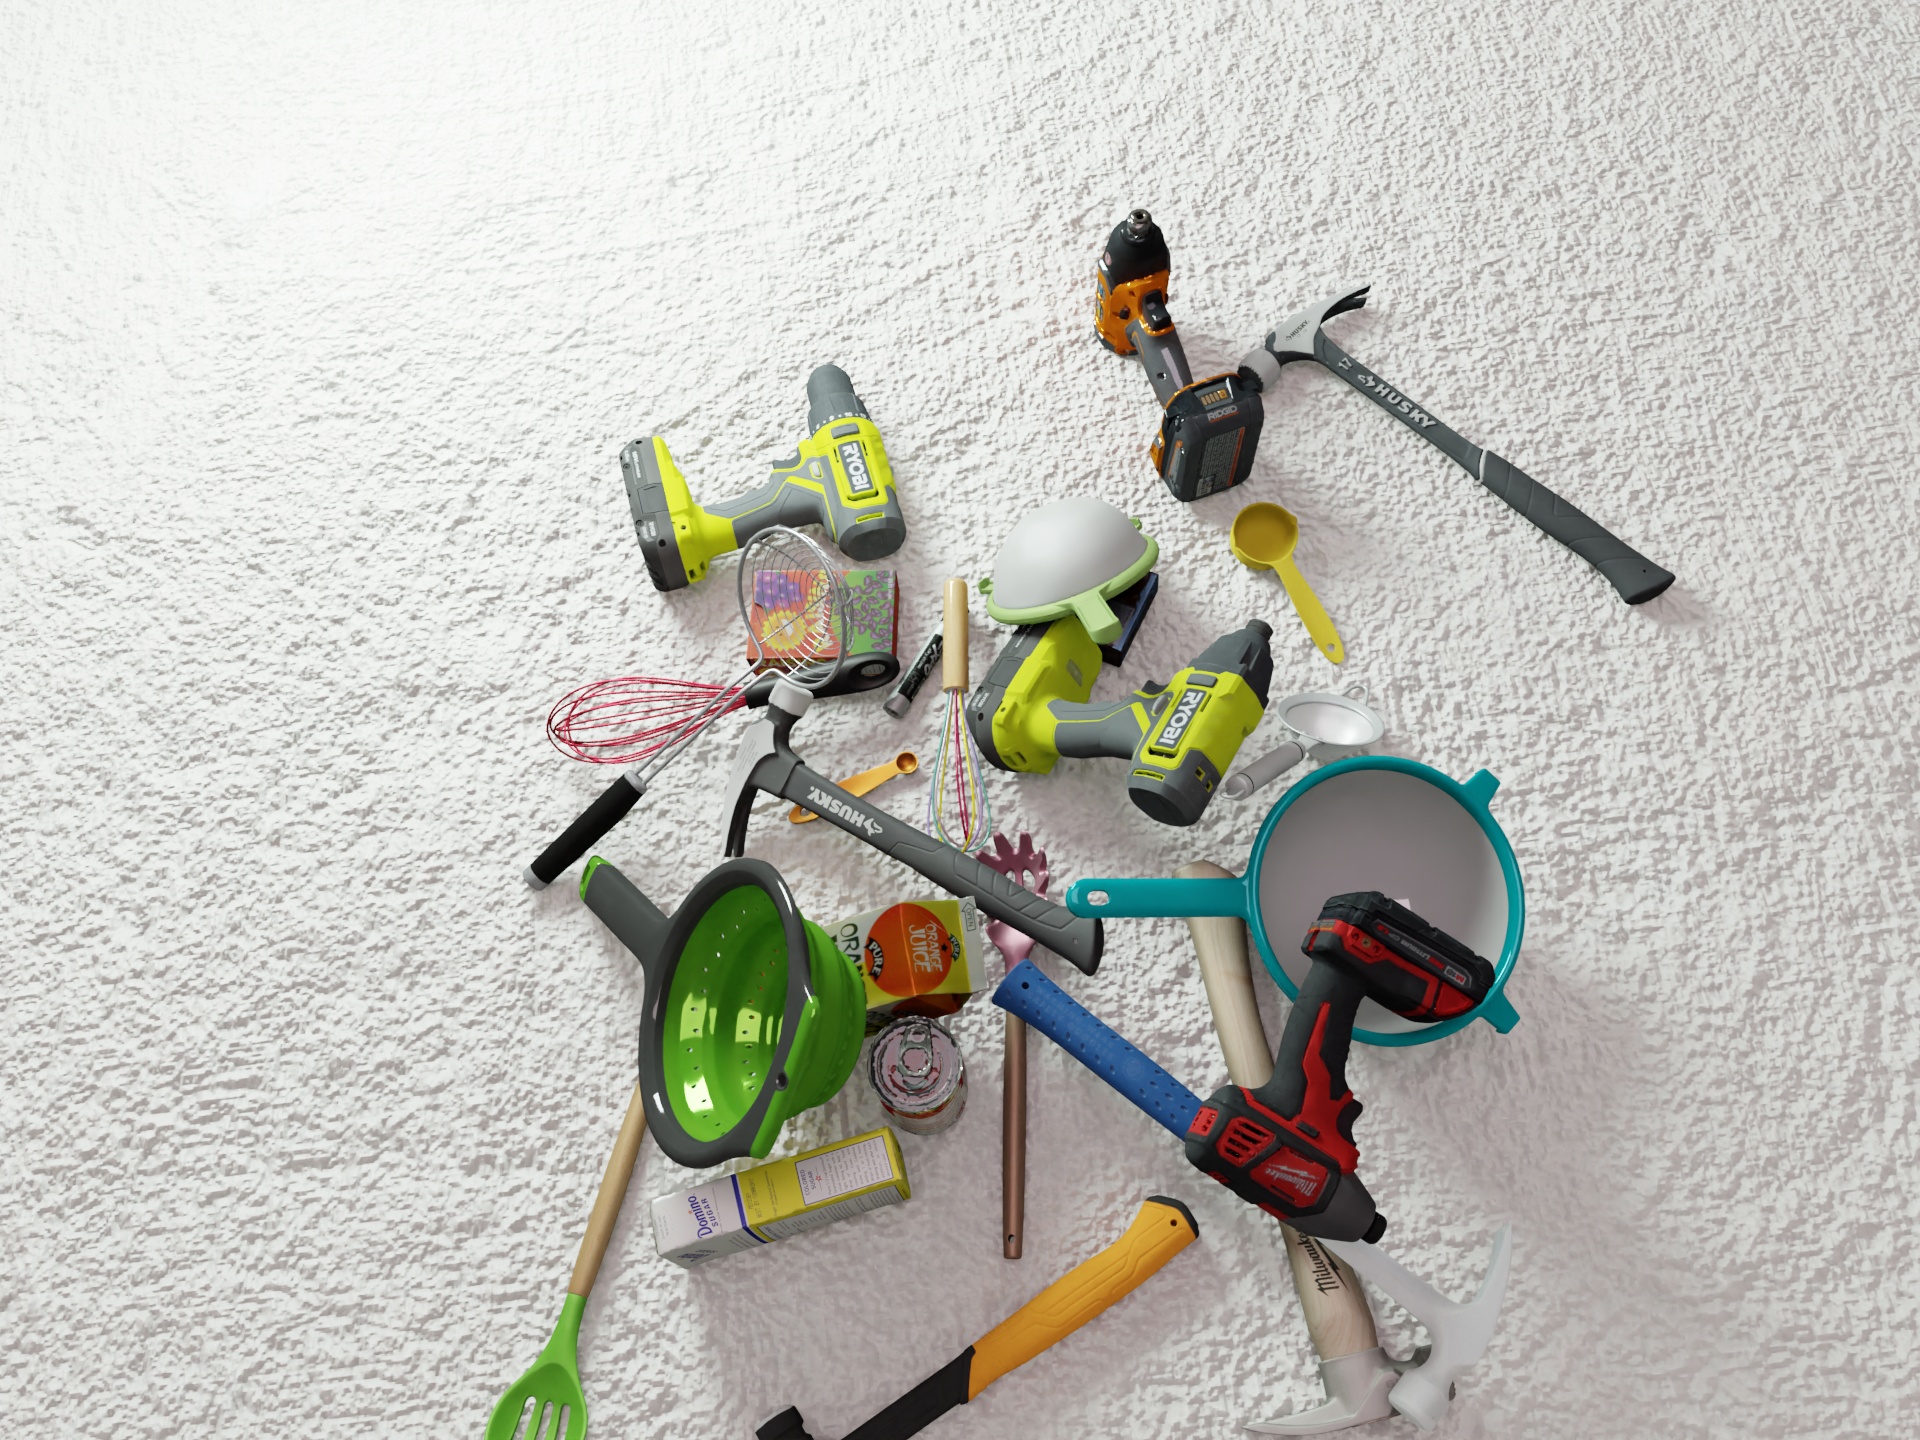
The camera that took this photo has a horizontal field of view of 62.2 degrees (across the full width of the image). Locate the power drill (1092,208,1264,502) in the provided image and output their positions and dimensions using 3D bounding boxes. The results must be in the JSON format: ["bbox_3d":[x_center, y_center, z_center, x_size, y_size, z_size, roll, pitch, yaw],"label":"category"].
[{"bbox_3d":[0.181,-0.322,1.377,0.084,0.164,0.227,-20,68,-6],"label":"power drill"}]

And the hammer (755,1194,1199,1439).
[{"bbox_3d":[0.030,0.449,1.107,0.337,0.034,0.127,-33,67,-11],"label":"hammer"}]

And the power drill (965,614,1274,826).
[{"bbox_3d":[0.127,-0.015,1.227,0.223,0.080,0.171,11,60,45],"label":"power drill"}]

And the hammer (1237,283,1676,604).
[{"bbox_3d":[0.444,-0.237,1.393,0.409,0.036,0.149,42,73,19],"label":"hammer"}]

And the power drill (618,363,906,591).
[{"bbox_3d":[-0.175,-0.214,1.398,0.228,0.080,0.191,-15,66,-6],"label":"power drill"}]

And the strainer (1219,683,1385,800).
[{"bbox_3d":[0.258,0.024,1.227,0.087,0.050,0.258,23,26,28],"label":"strainer"}]

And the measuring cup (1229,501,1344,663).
[{"bbox_3d":[0.282,-0.114,1.357,0.062,0.029,0.156,-26,78,-8],"label":"measuring cup"}]

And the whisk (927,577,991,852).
[{"bbox_3d":[-0.001,-0.005,1.301,0.051,0.047,0.245,1,69,-4],"label":"whisk"}]

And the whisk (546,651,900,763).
[{"bbox_3d":[-0.195,-0.017,1.306,0.296,0.073,0.073,-11,66,0],"label":"whisk"}]

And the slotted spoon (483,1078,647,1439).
[{"bbox_3d":[-0.267,0.392,1.156,0.070,0.031,0.314,11,65,8],"label":"slotted spoon"}]

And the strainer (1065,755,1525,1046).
[{"bbox_3d":[0.240,0.136,1.183,0.340,0.095,0.211,1,78,-7],"label":"strainer"}]

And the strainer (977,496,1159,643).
[{"bbox_3d":[0.087,-0.124,1.256,0.151,0.256,0.069,-22,110,3],"label":"strainer"}]

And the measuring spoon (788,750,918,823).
[{"bbox_3d":[-0.088,0.057,1.307,0.117,0.011,0.021,-26,68,-4],"label":"measuring spoon"}]

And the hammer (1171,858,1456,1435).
[{"bbox_3d":[0.219,0.299,1.163,0.146,0.038,0.411,-14,65,-1],"label":"hammer"}]

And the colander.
[{"bbox_3d":[-0.172,0.181,1.143,0.397,0.094,0.204,26,97,55],"label":"colander"}]

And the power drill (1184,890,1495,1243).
[{"bbox_3d":[0.262,0.238,1.077,0.143,0.078,0.220,33,77,0],"label":"power drill"}]

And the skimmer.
[{"bbox_3d":[-0.223,0.003,1.232,0.363,0.090,0.127,-43,71,7],"label":"skimmer"}]

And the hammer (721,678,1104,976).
[{"bbox_3d":[-0.037,0.104,1.228,0.335,0.035,0.146,28,93,18],"label":"hammer"}]

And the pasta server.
[{"bbox_3d":[0.040,0.239,1.200,0.060,0.040,0.316,-4,66,14],"label":"pasta server"}]

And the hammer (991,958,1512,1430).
[{"bbox_3d":[0.196,0.301,1.122,0.406,0.035,0.144,36,72,18],"label":"hammer"}]
